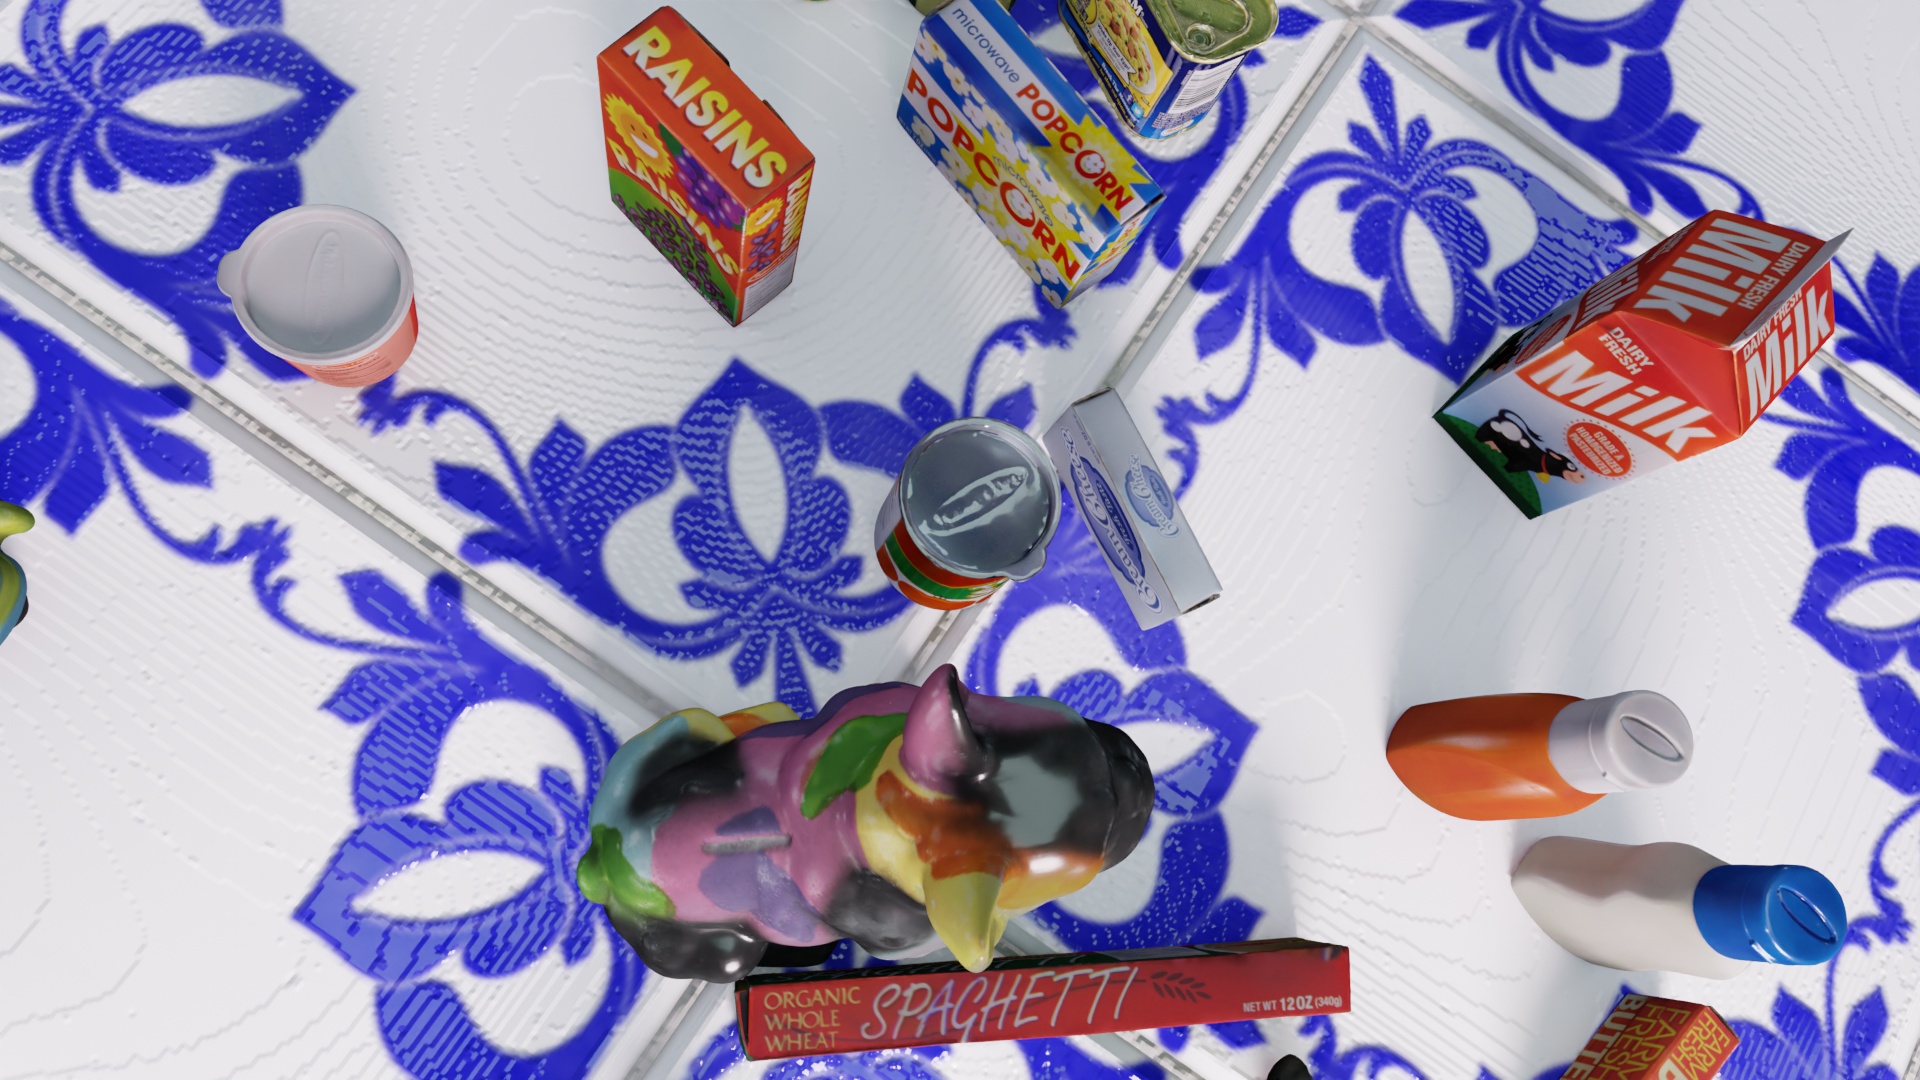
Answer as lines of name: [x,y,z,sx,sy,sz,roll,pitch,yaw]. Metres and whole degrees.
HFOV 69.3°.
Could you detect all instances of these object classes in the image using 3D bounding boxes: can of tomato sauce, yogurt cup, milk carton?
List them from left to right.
yogurt cup: [-0.258,-0.097,0.574,0.072,0.053,0.072,2,77,-11]
can of tomato sauce: [0.002,-0.007,0.589,0.071,0.083,0.071,2,77,-11]
milk carton: [0.298,-0.077,0.608,0.072,0.190,0.073,-42,88,-16]

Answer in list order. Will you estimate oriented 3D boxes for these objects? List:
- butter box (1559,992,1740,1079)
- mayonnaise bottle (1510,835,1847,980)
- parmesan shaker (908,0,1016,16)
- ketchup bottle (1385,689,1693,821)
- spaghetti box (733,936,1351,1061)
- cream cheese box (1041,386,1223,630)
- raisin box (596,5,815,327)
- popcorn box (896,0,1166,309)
butter box: [0.285,0.242,0.602,0.104,0.053,0.024,-41,88,-17]
mayonnaise bottle: [0.295,0.152,0.576,0.065,0.147,0.041,43,73,1]
parmesan shaker: [0.005,-0.297,0.647,0.071,0.103,0.071,2,77,-11]
ketchup bottle: [0.239,0.089,0.579,0.065,0.148,0.043,33,74,-2]
spaghetti box: [0.034,0.185,0.567,0.250,0.050,0.029,-1,78,-11]
cream cheese box: [0.075,-0.013,0.620,0.024,0.053,0.104,-25,83,-15]
raisin box: [-0.106,-0.151,0.580,0.040,0.123,0.086,-43,88,-16]
popcorn box: [0.028,-0.177,0.633,0.038,0.085,0.127,-39,87,-16]
